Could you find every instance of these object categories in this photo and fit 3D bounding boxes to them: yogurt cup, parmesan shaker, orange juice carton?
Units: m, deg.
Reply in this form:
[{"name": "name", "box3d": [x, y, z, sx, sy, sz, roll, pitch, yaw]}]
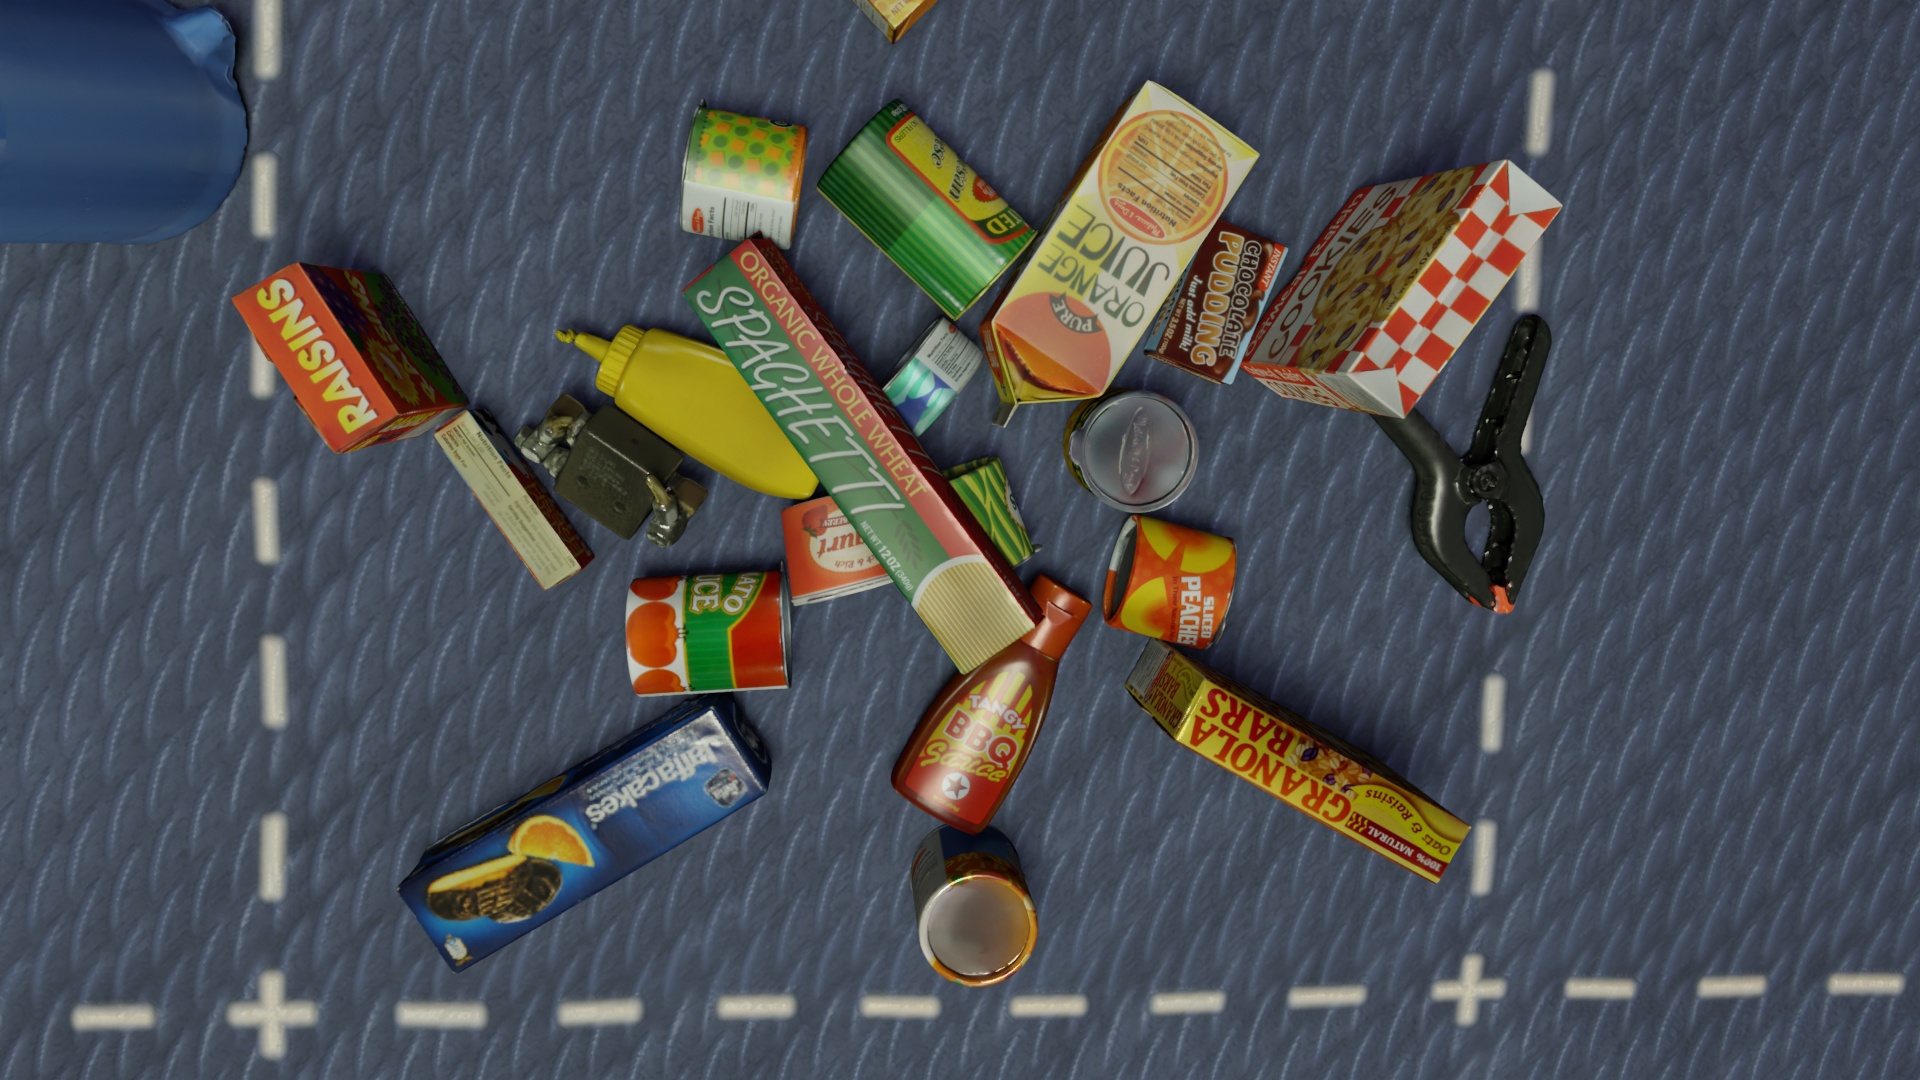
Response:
[{"name": "yogurt cup", "box3d": [-0.066, 0.002, 0.765, 0.072, 0.072, 0.054, -15, 91, -3]}, {"name": "parmesan shaker", "box3d": [-0.019, -0.176, 0.741, 0.103, 0.071, 0.071, 42, 92, -9]}, {"name": "orange juice carton", "box3d": [0.072, -0.143, 0.753, 0.073, 0.072, 0.192, 32, 93, -8]}]

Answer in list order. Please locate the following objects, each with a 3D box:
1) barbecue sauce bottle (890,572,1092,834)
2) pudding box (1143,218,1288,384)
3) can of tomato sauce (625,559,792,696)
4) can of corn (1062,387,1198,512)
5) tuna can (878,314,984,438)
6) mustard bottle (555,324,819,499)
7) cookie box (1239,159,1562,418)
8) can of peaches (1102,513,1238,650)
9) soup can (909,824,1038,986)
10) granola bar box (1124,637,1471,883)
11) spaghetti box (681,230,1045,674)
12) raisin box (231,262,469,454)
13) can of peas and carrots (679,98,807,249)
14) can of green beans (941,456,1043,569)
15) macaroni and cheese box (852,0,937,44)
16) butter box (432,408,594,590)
[{"name": "barbecue sauce bottle", "box3d": [0.022, 0.090, 0.793, 0.065, 0.044, 0.148, 31, 94, -6]}, {"name": "pudding box", "box3d": [0.143, -0.134, 0.781, 0.050, 0.030, 0.083, 22, 95, -8]}, {"name": "can of tomato sauce", "box3d": [-0.136, 0.049, 0.762, 0.083, 0.071, 0.071, -3, 98, -4]}, {"name": "can of corn", "box3d": [0.091, -0.052, 0.773, 0.071, 0.058, 0.071, -1, 98, -5]}, {"name": "tuna can", "box3d": [-0.021, -0.086, 0.756, 0.033, 0.071, 0.071, 40, 93, -10]}, {"name": "mustard bottle", "box3d": [-0.143, -0.079, 0.754, 0.160, 0.049, 0.065, 27, 88, -7]}, {"name": "cookie box", "box3d": [0.216, -0.129, 0.719, 0.040, 0.167, 0.123, 35, 93, -11]}, {"name": "can of peaches", "box3d": [0.117, 0.024, 0.779, 0.058, 0.071, 0.071, 15, 96, -6]}, {"name": "soup can", "box3d": [0.009, 0.204, 0.786, 0.071, 0.084, 0.071, -1, 98, -5]}, {"name": "granola bar box", "box3d": [0.180, 0.118, 0.769, 0.165, 0.124, 0.039, 29, 94, -8]}, {"name": "spaghetti box", "box3d": [-0.050, -0.045, 0.719, 0.050, 0.029, 0.250, -35, 93, 17]}, {"name": "raisin box", "box3d": [-0.303, -0.093, 0.701, 0.040, 0.123, 0.086, -30, 99, 0]}, {"name": "can of peas and carrots", "box3d": [-0.114, -0.193, 0.734, 0.059, 0.071, 0.071, 9, 97, -7]}, {"name": "can of green beans", "box3d": [0.001, -0.009, 0.767, 0.071, 0.071, 0.057, -21, 98, -2]}, {"name": "macaroni and cheese box", "box3d": [-0.049, -0.370, 0.729, 0.123, 0.040, 0.166, -44, 99, 1]}, {"name": "butter box", "box3d": [-0.240, -0.023, 0.751, 0.024, 0.053, 0.103, -34, 100, -2]}]
